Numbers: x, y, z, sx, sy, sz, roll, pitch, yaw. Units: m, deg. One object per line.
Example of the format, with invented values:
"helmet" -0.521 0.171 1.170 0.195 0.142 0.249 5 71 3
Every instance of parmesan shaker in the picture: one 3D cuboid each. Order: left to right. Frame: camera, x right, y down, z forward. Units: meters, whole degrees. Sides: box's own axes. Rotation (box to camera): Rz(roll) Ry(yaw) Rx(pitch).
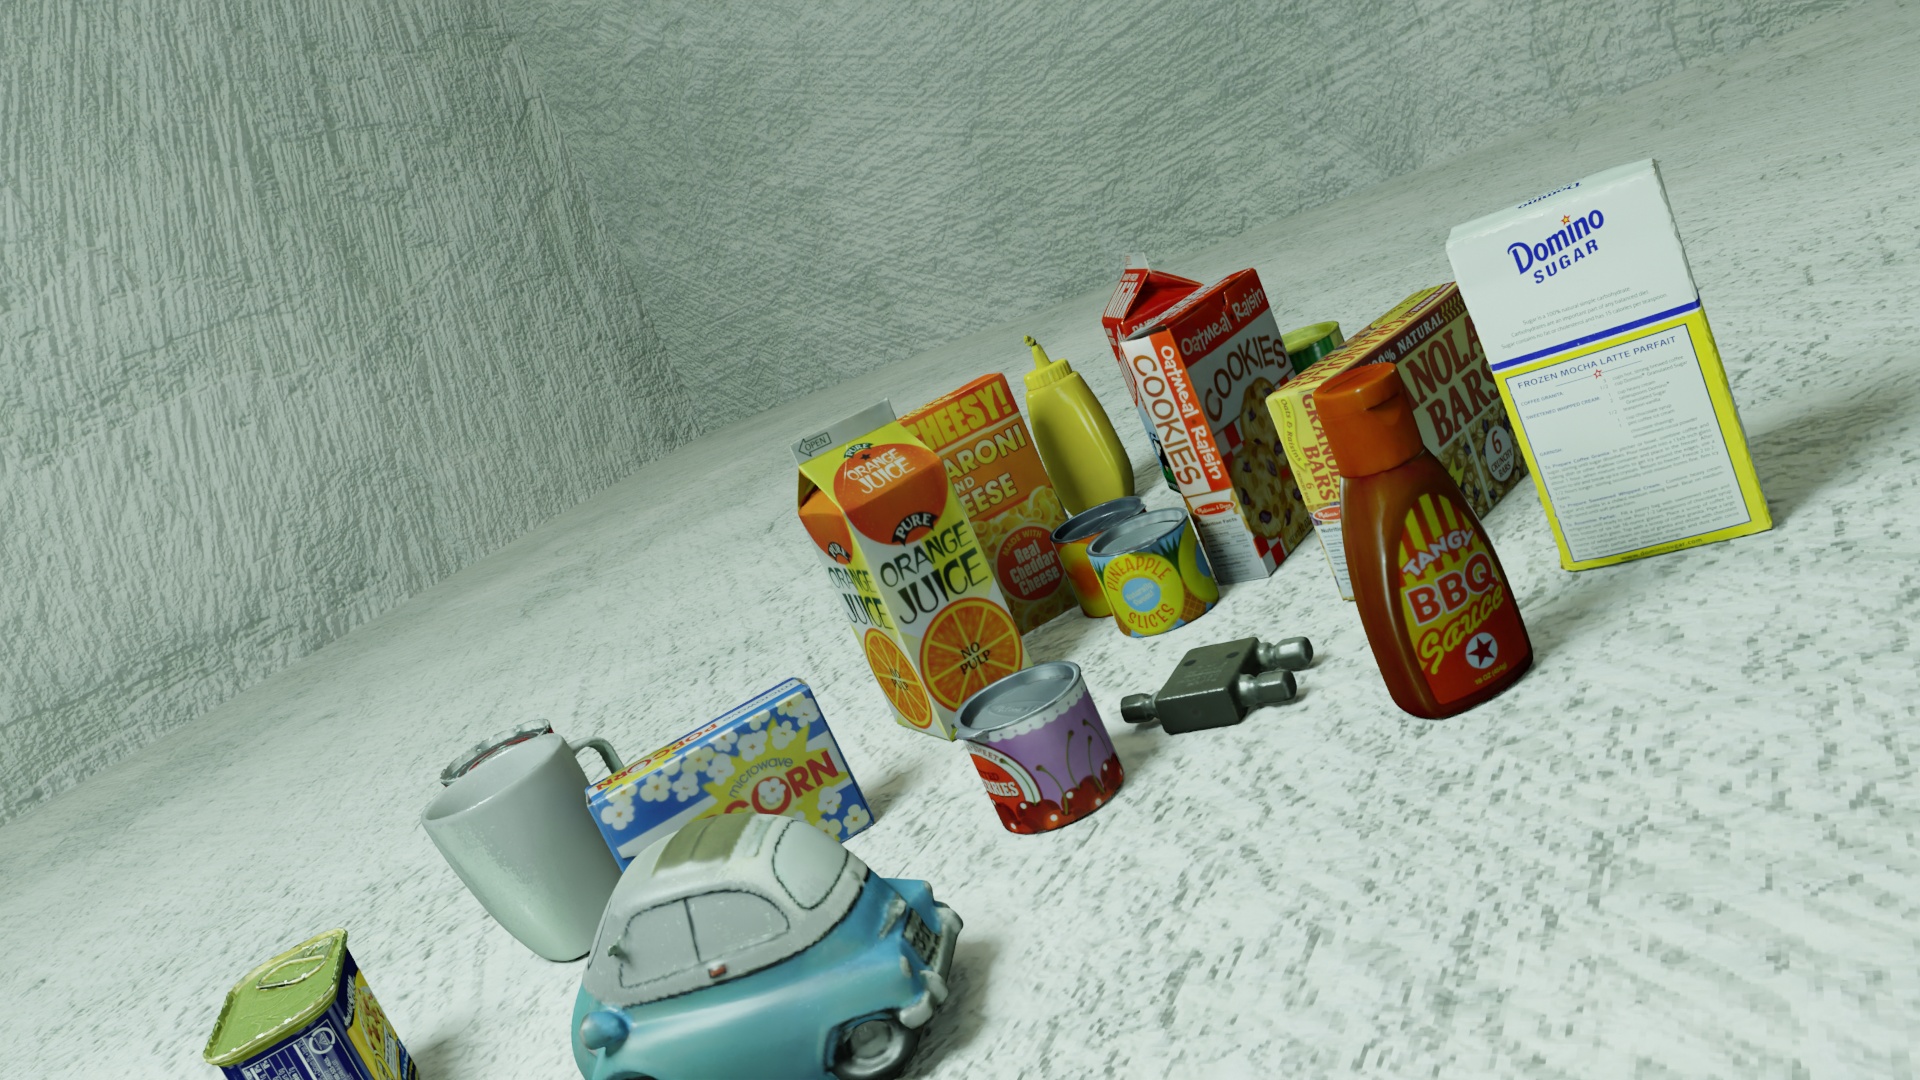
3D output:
"parmesan shaker" 0.247 -0.091 0.960 0.071 0.103 0.071 -23 12 5

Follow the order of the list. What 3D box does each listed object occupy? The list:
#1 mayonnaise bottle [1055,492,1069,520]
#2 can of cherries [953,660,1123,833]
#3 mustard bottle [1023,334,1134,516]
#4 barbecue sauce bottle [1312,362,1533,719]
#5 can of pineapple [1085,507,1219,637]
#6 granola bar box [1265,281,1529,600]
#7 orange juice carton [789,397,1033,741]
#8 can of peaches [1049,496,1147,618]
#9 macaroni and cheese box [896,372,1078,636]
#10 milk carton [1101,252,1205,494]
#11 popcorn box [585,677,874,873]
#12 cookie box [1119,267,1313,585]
"mayonnaise bottle" 0.039 -0.053 1.077 0.041 0.147 0.065 -15 15 37
"can of cherries" 0.036 0.100 0.666 0.071 0.058 0.071 -23 13 5
"mustard bottle" 0.089 -0.097 1.137 0.065 0.160 0.049 -18 14 27
"barbecue sauce bottle" 0.192 -0.002 0.593 0.065 0.148 0.043 -27 13 -13
"can of pineapple" 0.117 0.020 0.847 0.071 0.057 0.071 -23 13 5
"granola bar box" 0.250 -0.059 0.776 0.166 0.124 0.039 -34 16 -37
"orange juice carton" -0.033 0.016 0.826 0.072 0.192 0.073 -30 14 -24
"can of peaches" 0.101 0.011 0.912 0.071 0.058 0.071 -23 13 5
"macaroni and cheese box" 0.003 -0.012 0.932 0.124 0.166 0.040 -28 13 -18
"milk carton" 0.169 -0.135 1.081 0.073 0.190 0.072 -25 12 -3
"popcorn box" -0.120 0.139 0.727 0.127 0.085 0.038 -28 13 -17
"cookie box" 0.175 -0.075 0.877 0.040 0.167 0.123 -13 17 42
